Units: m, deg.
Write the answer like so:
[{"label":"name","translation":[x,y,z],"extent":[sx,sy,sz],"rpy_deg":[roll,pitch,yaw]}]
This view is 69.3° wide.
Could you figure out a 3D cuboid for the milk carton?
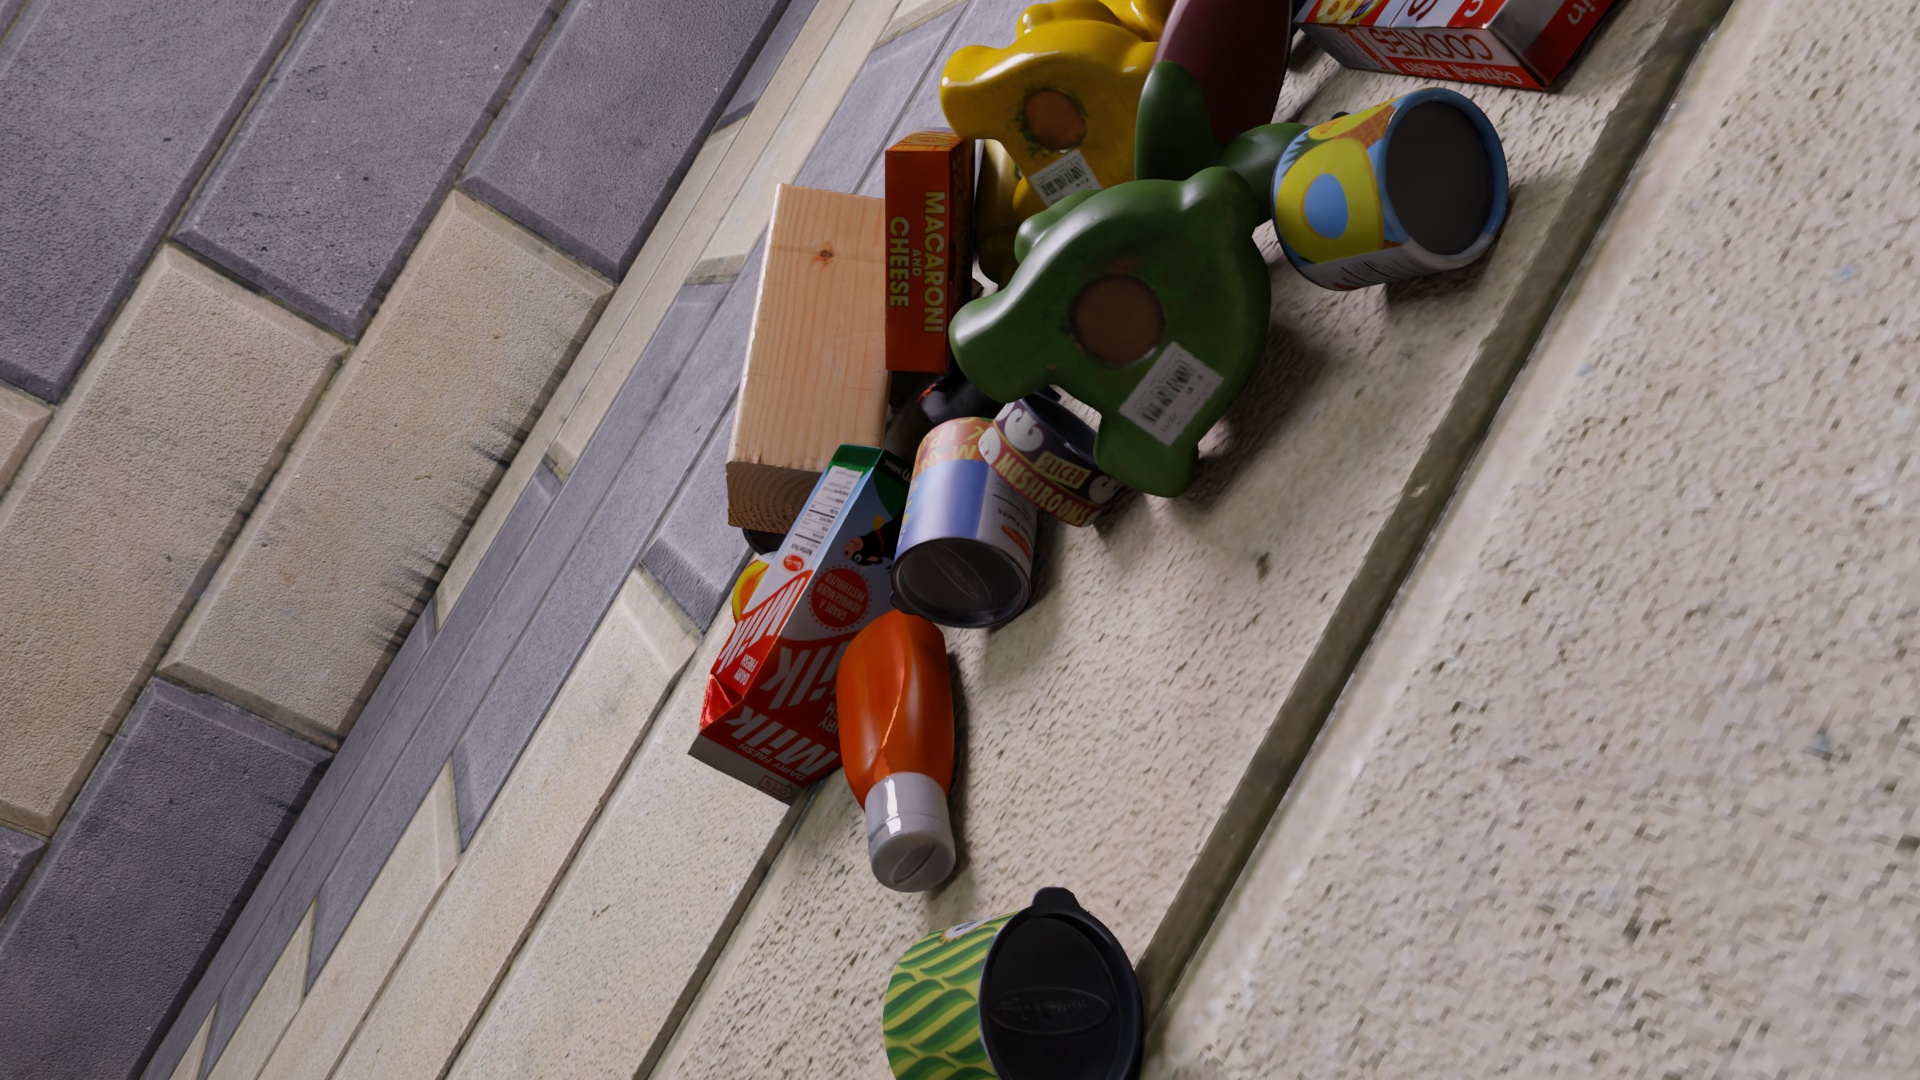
[{"label":"milk carton","translation":[-0.072,0.047,0.757],"extent":[0.191,0.072,0.073],"rpy_deg":[-60,24,-7]}]

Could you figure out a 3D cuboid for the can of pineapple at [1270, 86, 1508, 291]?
[{"label":"can of pineapple","translation":[0.160,-0.132,0.519],"extent":[0.058,0.071,0.071],"rpy_deg":[2,63,63]}]

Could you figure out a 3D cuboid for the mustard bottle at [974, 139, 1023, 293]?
[{"label":"mustard bottle","translation":[0.040,-0.207,0.859],"extent":[0.048,0.065,0.161],"rpy_deg":[-34,39,56]}]

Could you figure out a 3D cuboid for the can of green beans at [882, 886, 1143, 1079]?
[{"label":"can of green beans","translation":[0.016,0.157,0.456],"extent":[0.057,0.071,0.071],"rpy_deg":[-31,36,48]}]

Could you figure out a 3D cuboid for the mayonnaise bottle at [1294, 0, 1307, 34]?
[{"label":"mayonnaise bottle","translation":[0.189,-0.309,0.689],"extent":[0.147,0.065,0.041],"rpy_deg":[-52,36,26]}]

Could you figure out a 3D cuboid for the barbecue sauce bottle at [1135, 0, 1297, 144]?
[{"label":"barbecue sauce bottle","translation":[0.134,-0.259,0.672],"extent":[0.044,0.065,0.148],"rpy_deg":[-78,3,-71]}]

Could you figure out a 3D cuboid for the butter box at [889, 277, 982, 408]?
[{"label":"butter box","translation":[-0.029,-0.144,0.963],"extent":[0.103,0.024,0.053],"rpy_deg":[-55,24,7]}]

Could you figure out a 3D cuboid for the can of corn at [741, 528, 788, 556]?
[{"label":"can of corn","translation":[-0.115,-0.029,0.933],"extent":[0.071,0.071,0.058],"rpy_deg":[-50,24,20]}]

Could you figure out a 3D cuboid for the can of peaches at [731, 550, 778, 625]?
[{"label":"can of peaches","translation":[-0.097,0.042,0.819],"extent":[0.071,0.071,0.058],"rpy_deg":[-62,23,-7]}]

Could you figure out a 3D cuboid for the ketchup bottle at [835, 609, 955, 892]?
[{"label":"ketchup bottle","translation":[-0.029,0.097,0.646],"extent":[0.064,0.043,0.149],"rpy_deg":[-50,25,21]}]

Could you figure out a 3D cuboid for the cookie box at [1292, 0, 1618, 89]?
[{"label":"cookie box","translation":[0.224,-0.255,0.579],"extent":[0.122,0.040,0.168],"rpy_deg":[-54,23,10]}]

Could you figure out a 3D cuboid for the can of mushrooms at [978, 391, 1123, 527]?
[{"label":"can of mushrooms","translation":[0.043,-0.038,0.637],"extent":[0.033,0.071,0.071],"rpy_deg":[-52,24,17]}]

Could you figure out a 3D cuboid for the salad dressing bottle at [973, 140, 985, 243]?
[{"label":"salad dressing bottle","translation":[0.021,-0.255,0.959],"extent":[0.147,0.064,0.044],"rpy_deg":[-51,45,35]}]

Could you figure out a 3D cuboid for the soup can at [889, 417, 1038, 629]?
[{"label":"soup can","translation":[0.002,-0.009,0.681],"extent":[0.071,0.071,0.084],"rpy_deg":[-38,30,39]}]

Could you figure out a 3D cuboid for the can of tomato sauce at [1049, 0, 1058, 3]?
[{"label":"can of tomato sauce","translation":[0.099,-0.383,0.947],"extent":[0.071,0.071,0.083],"rpy_deg":[-52,24,15]}]

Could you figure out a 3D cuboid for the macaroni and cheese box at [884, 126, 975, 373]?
[{"label":"macaroni and cheese box","translation":[-0.016,-0.179,0.832],"extent":[0.167,0.040,0.123],"rpy_deg":[-77,-11,-69]}]
